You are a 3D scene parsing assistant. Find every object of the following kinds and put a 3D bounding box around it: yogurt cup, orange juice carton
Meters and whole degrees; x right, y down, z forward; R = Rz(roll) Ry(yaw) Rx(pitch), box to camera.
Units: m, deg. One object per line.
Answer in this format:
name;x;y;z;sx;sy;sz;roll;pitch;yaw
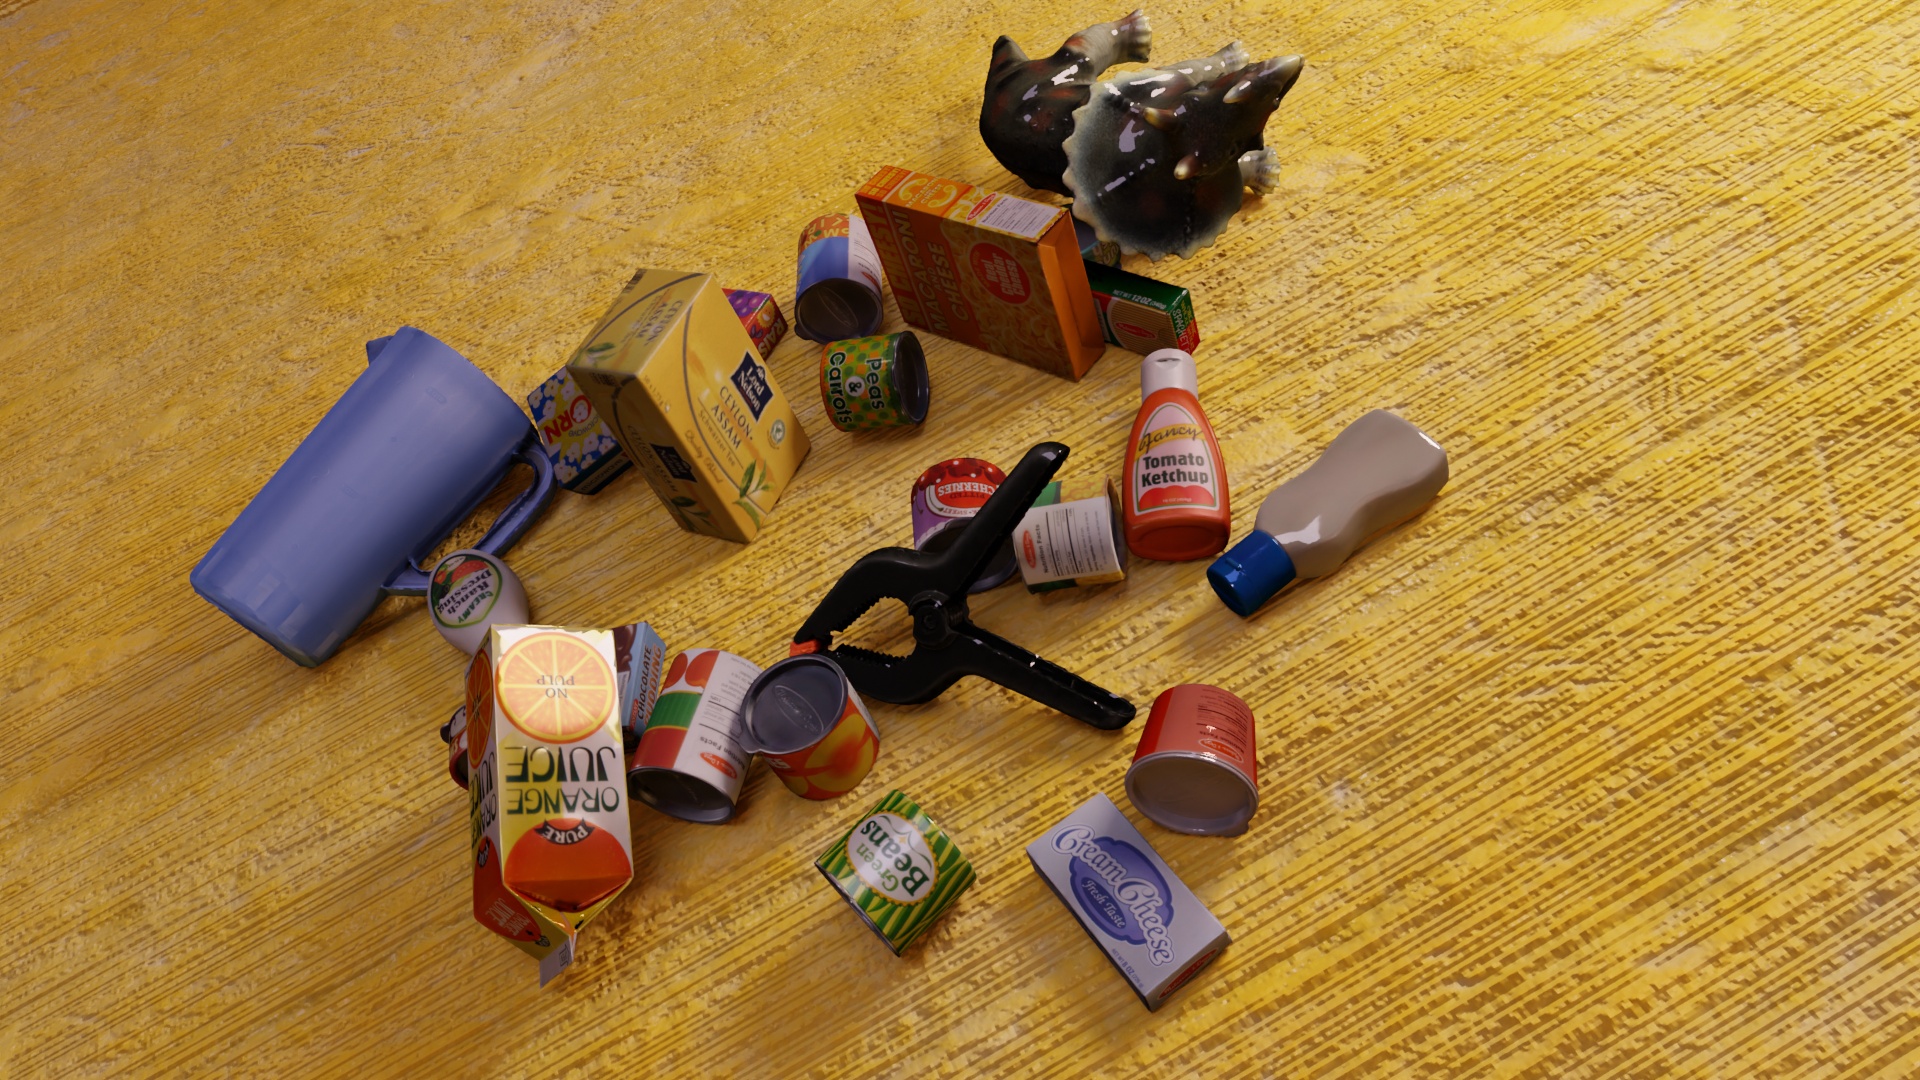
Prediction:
yogurt cup;0.122;0.111;0.719;0.072;0.072;0.054;-1;44;21
orange juice carton;-0.234;0.149;0.787;0.073;0.071;0.193;5;60;-31

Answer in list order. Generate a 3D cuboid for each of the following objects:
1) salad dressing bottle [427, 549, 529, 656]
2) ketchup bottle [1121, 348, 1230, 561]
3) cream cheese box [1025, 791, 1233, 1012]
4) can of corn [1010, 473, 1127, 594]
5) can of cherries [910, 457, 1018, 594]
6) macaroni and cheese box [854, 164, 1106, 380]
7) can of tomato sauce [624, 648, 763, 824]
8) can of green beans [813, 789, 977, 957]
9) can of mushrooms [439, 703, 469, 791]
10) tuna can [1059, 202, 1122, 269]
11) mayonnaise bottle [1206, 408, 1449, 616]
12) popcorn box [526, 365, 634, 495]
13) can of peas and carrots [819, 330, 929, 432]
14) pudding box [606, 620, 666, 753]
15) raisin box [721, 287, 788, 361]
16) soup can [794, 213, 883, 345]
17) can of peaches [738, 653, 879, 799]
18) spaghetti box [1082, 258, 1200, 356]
salad dressing bottle;-0.318;0.062;0.949;0.064;0.043;0.148;-39;49;-10
ketchup bottle;0.133;-0.056;0.869;0.065;0.043;0.149;-3;50;8
cream cheese box;0.084;0.180;0.703;0.053;0.024;0.104;-35;48;-11
can of corn;0.067;-0.005;0.839;0.058;0.071;0.071;-9;49;14
can of cherries;0.003;-0.011;0.863;0.071;0.071;0.059;-15;47;10
macaroni and cheese box;0.014;-0.189;0.973;0.166;0.123;0.040;25;61;36
can of tomato sauce;-0.154;0.116;0.824;0.071;0.071;0.083;-1;51;21
can of green beans;-0.034;0.173;0.727;0.058;0.071;0.071;-42;49;-15
can of mushrooms;-0.286;0.128;0.864;0.071;0.070;0.033;-22;49;3
tuna can;0.086;-0.218;1.030;0.071;0.032;0.071;-11;48;13
mayonnaise bottle;0.209;-0.014;0.805;0.148;0.041;0.065;-37;47;-9
popcorn box;-0.253;-0.102;1.022;0.126;0.038;0.085;-34;66;19
can of peas and carrots;-0.061;-0.111;0.974;0.058;0.070;0.071;-5;50;19
pudding box;-0.222;0.096;0.891;0.049;0.030;0.084;-12;48;14
raisin box;-0.202;-0.142;1.078;0.086;0.040;0.124;11;56;30
soup can;-0.095;-0.199;1.065;0.071;0.071;0.084;-14;48;11
can of peaches;-0.088;0.110;0.807;0.071;0.057;0.071;-11;50;13
spaghetti box;0.059;-0.184;1.001;0.250;0.050;0.029;25;63;36
